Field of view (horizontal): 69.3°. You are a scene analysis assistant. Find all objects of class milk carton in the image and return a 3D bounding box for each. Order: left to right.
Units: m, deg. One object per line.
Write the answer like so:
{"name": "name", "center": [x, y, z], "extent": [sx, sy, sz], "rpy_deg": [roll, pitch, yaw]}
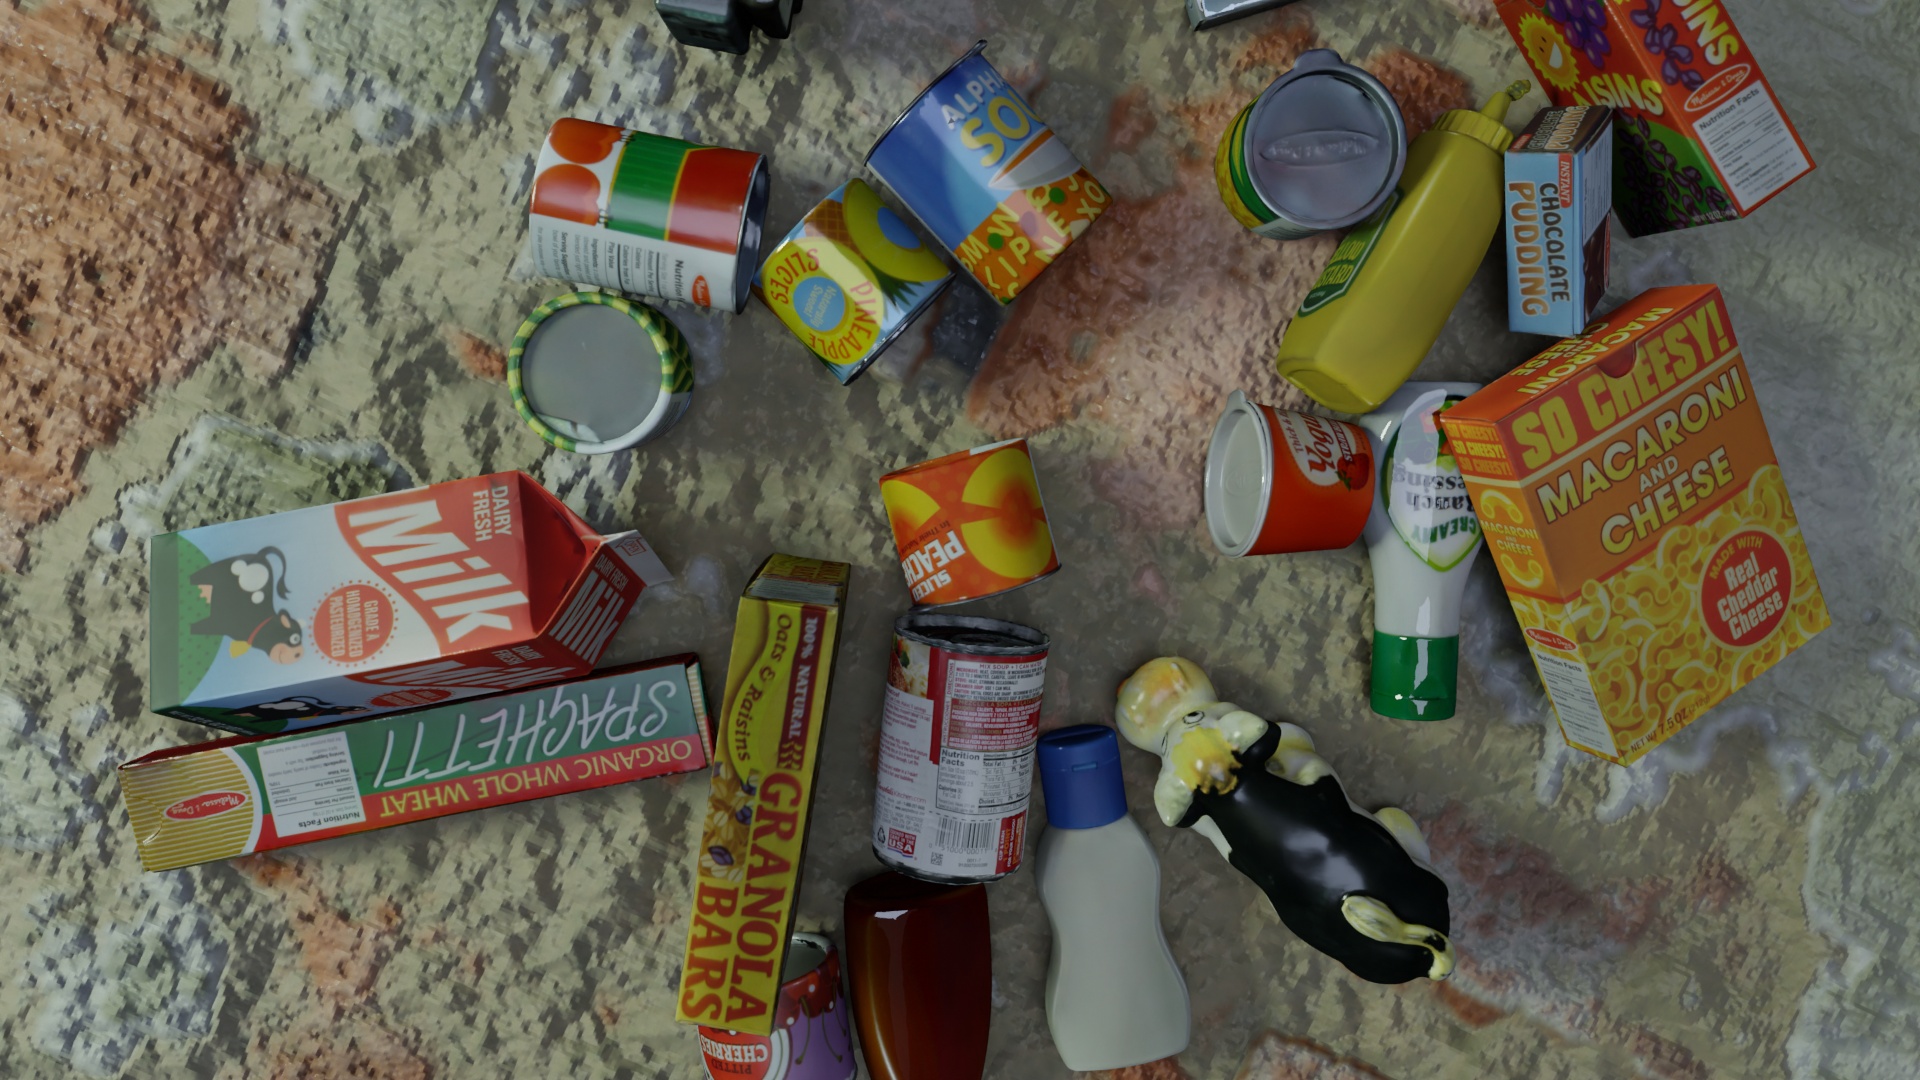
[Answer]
{"name": "milk carton", "center": [-0.218, 0.024, 0.568], "extent": [0.191, 0.072, 0.073], "rpy_deg": [-10, 73, -2]}

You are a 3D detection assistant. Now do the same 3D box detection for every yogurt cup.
{"name": "yogurt cup", "center": [0.141, -0.025, 0.595], "extent": [0.054, 0.072, 0.072], "rpy_deg": [3, 96, -11]}

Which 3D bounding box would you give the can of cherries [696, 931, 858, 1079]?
{"name": "can of cherries", "center": [-0.083, 0.212, 0.605], "extent": [0.071, 0.071, 0.058], "rpy_deg": [-8, 97, -2]}

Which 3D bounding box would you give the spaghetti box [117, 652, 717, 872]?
{"name": "spaghetti box", "center": [-0.232, 0.096, 0.607], "extent": [0.250, 0.029, 0.050], "rpy_deg": [-10, 97, -1]}

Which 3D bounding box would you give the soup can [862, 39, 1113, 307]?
{"name": "soup can", "center": [0.014, -0.150, 0.572], "extent": [0.071, 0.071, 0.083], "rpy_deg": [-44, 97, 3]}

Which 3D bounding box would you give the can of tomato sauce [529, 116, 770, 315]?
{"name": "can of tomato sauce", "center": [-0.125, -0.135, 0.570], "extent": [0.083, 0.071, 0.071], "rpy_deg": [11, 96, -3]}

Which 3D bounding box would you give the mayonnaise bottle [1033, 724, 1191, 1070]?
{"name": "mayonnaise bottle", "center": [0.063, 0.158, 0.622], "extent": [0.065, 0.041, 0.148], "rpy_deg": [-9, 95, -3]}

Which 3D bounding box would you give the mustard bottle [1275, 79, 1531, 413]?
{"name": "mustard bottle", "center": [0.195, -0.130, 0.589], "extent": [0.049, 0.065, 0.160], "rpy_deg": [33, 86, -10]}

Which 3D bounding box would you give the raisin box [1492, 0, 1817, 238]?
{"name": "raisin box", "center": [0.281, -0.189, 0.572], "extent": [0.040, 0.086, 0.123], "rpy_deg": [-34, 97, 4]}

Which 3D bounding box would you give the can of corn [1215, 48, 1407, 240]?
{"name": "can of corn", "center": [0.145, -0.164, 0.582], "extent": [0.071, 0.058, 0.071], "rpy_deg": [0, 96, -2]}

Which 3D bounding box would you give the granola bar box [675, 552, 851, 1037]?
{"name": "granola bar box", "center": [-0.078, 0.095, 0.566], "extent": [0.039, 0.124, 0.165], "rpy_deg": [9, 96, -3]}

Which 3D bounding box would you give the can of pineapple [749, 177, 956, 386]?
{"name": "can of pineapple", "center": [-0.045, -0.106, 0.574], "extent": [0.058, 0.071, 0.071], "rpy_deg": [45, 93, -5]}

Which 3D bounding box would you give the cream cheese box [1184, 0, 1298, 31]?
{"name": "cream cheese box", "center": [0.142, -0.257, 0.589], "extent": [0.104, 0.024, 0.053], "rpy_deg": [-16, 96, -1]}

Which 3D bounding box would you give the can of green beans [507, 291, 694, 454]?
{"name": "can of green beans", "center": [-0.148, -0.070, 0.579], "extent": [0.071, 0.058, 0.071], "rpy_deg": [0, 96, -3]}

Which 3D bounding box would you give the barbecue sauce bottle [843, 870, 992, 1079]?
{"name": "barbecue sauce bottle", "center": [-0.016, 0.223, 0.621], "extent": [0.065, 0.043, 0.148], "rpy_deg": [-8, 99, -27]}

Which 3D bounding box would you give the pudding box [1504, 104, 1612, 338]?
{"name": "pudding box", "center": [0.250, -0.132, 0.578], "extent": [0.030, 0.050, 0.083], "rpy_deg": [11, 132, 36]}

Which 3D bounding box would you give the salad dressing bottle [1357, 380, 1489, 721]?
{"name": "salad dressing bottle", "center": [0.203, 0.004, 0.610], "extent": [0.064, 0.044, 0.147], "rpy_deg": [0, 96, -7]}

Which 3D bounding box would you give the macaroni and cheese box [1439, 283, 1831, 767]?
{"name": "macaroni and cheese box", "center": [0.291, -0.007, 0.592], "extent": [0.124, 0.040, 0.166], "rpy_deg": [-30, 105, -13]}

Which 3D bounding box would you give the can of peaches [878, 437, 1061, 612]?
{"name": "can of peaches", "center": [0.002, -0.007, 0.587], "extent": [0.071, 0.071, 0.058], "rpy_deg": [-15, 96, -1]}
